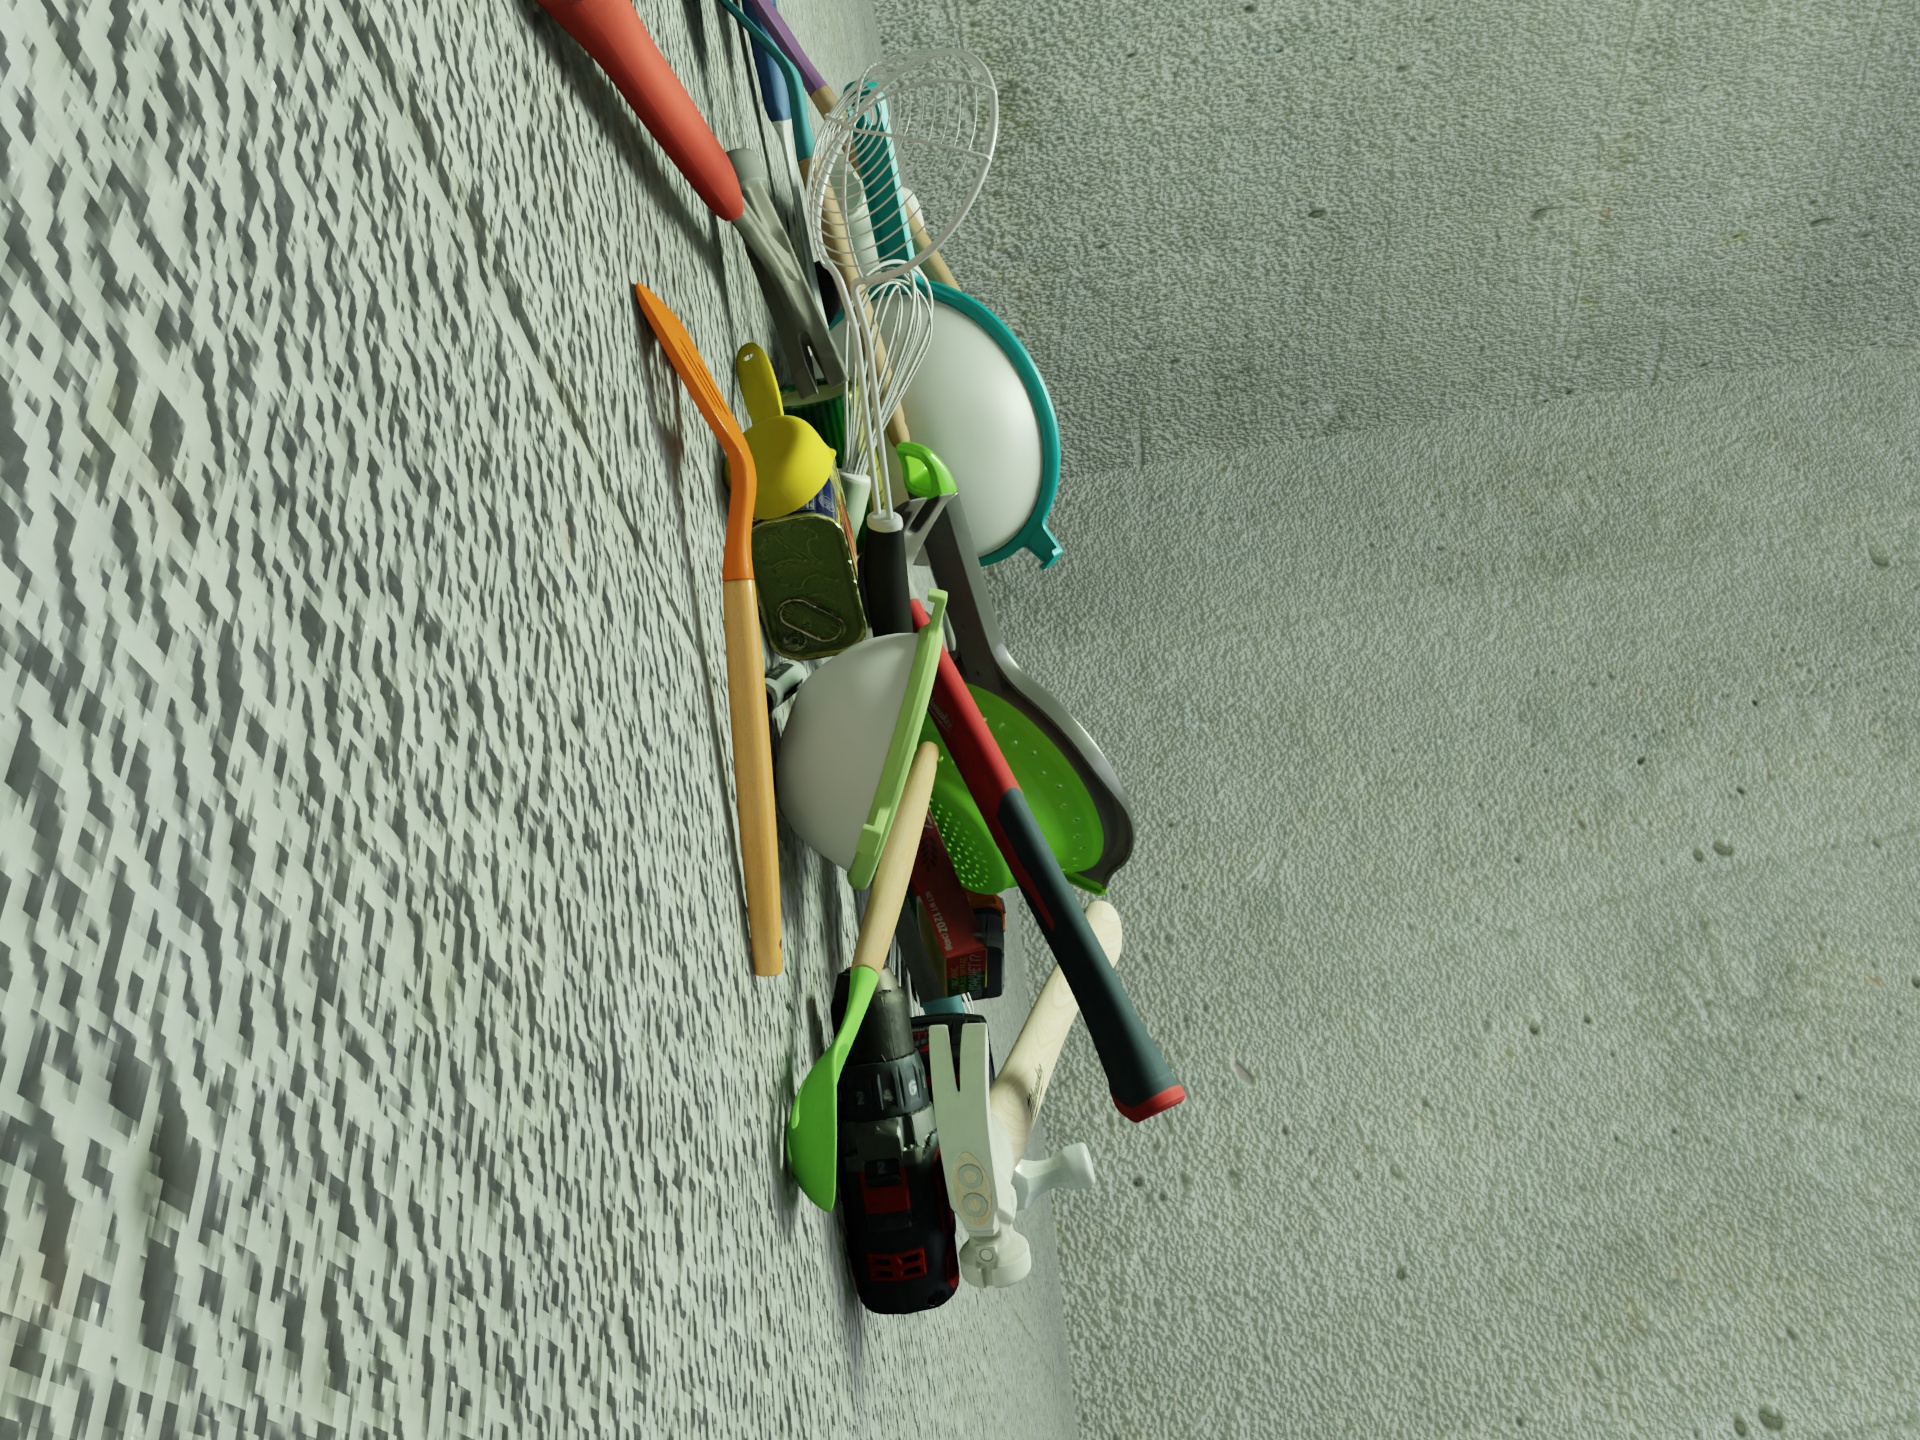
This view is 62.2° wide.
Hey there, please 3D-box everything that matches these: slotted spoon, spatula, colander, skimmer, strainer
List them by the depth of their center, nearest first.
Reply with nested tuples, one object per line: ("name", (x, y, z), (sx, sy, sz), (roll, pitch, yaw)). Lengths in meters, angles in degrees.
("spatula", (-0.111, -0.040, 0.745), (0.081, 0.041, 0.322), (-21, 107, -86))
("slotted spoon", (-0.046, 0.118, 0.851), (0.314, 0.031, 0.070), (-75, 176, -48))
("skimmer", (-0.024, -0.175, 0.885), (0.127, 0.090, 0.363), (33, -42, 43))
("strainer", (-0.072, 0.029, 0.910), (0.256, 0.069, 0.152), (121, -15, -67))
("spatula", (-0.096, -0.321, 0.993), (0.082, 0.044, 0.317), (-90, 161, -77))
("strainer", (-0.054, -0.244, 1.066), (0.095, 0.211, 0.340), (-39, 128, -42))
("spatula", (-0.081, -0.404, 1.080), (0.316, 0.018, 0.060), (57, 10, 0))
("colander", (-0.002, -0.003, 1.094), (0.205, 0.094, 0.396), (24, -35, 41))

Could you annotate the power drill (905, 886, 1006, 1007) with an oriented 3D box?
("power drill", (-0.017, 0.116, 1.313), (0.164, 0.084, 0.227), (87, -6, -58))

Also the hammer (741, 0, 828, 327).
("hammer", (-0.130, -0.434, 1.179), (0.144, 0.035, 0.405), (-89, 170, -67))

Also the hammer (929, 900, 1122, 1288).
("hammer", (0.055, 0.189, 1.025), (0.411, 0.038, 0.146), (-42, 125, -71))

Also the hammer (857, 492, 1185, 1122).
("hammer", (0.034, 0.050, 0.944), (0.387, 0.038, 0.143), (62, -34, 19))

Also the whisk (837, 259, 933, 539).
("whisk", (-0.064, -0.157, 0.973), (0.058, 0.059, 0.246), (36, -63, 49))

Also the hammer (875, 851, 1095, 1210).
("hammer", (-0.017, 0.176, 1.090), (0.033, 0.128, 0.331), (18, 55, -86))

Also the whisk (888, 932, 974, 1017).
("whisk", (-0.040, 0.137, 1.177), (0.070, 0.070, 0.285), (71, 6, -68))

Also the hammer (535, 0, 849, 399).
("hammer", (-0.125, -0.267, 0.769), (0.359, 0.036, 0.149), (17, 50, -84))

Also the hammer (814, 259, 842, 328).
("hammer", (-0.080, -0.202, 1.417), (0.149, 0.036, 0.408), (-90, 170, -72))

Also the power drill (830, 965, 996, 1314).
("power drill", (-0.030, 0.230, 0.956), (0.226, 0.080, 0.188), (7, 74, -83))

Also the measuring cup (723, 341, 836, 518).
("measuring cup", (-0.112, -0.172, 0.881), (0.029, 0.062, 0.157), (53, 13, -48))

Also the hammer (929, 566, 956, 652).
("hammer", (-0.033, -0.181, 1.395), (0.335, 0.035, 0.146), (-109, -172, -50))
